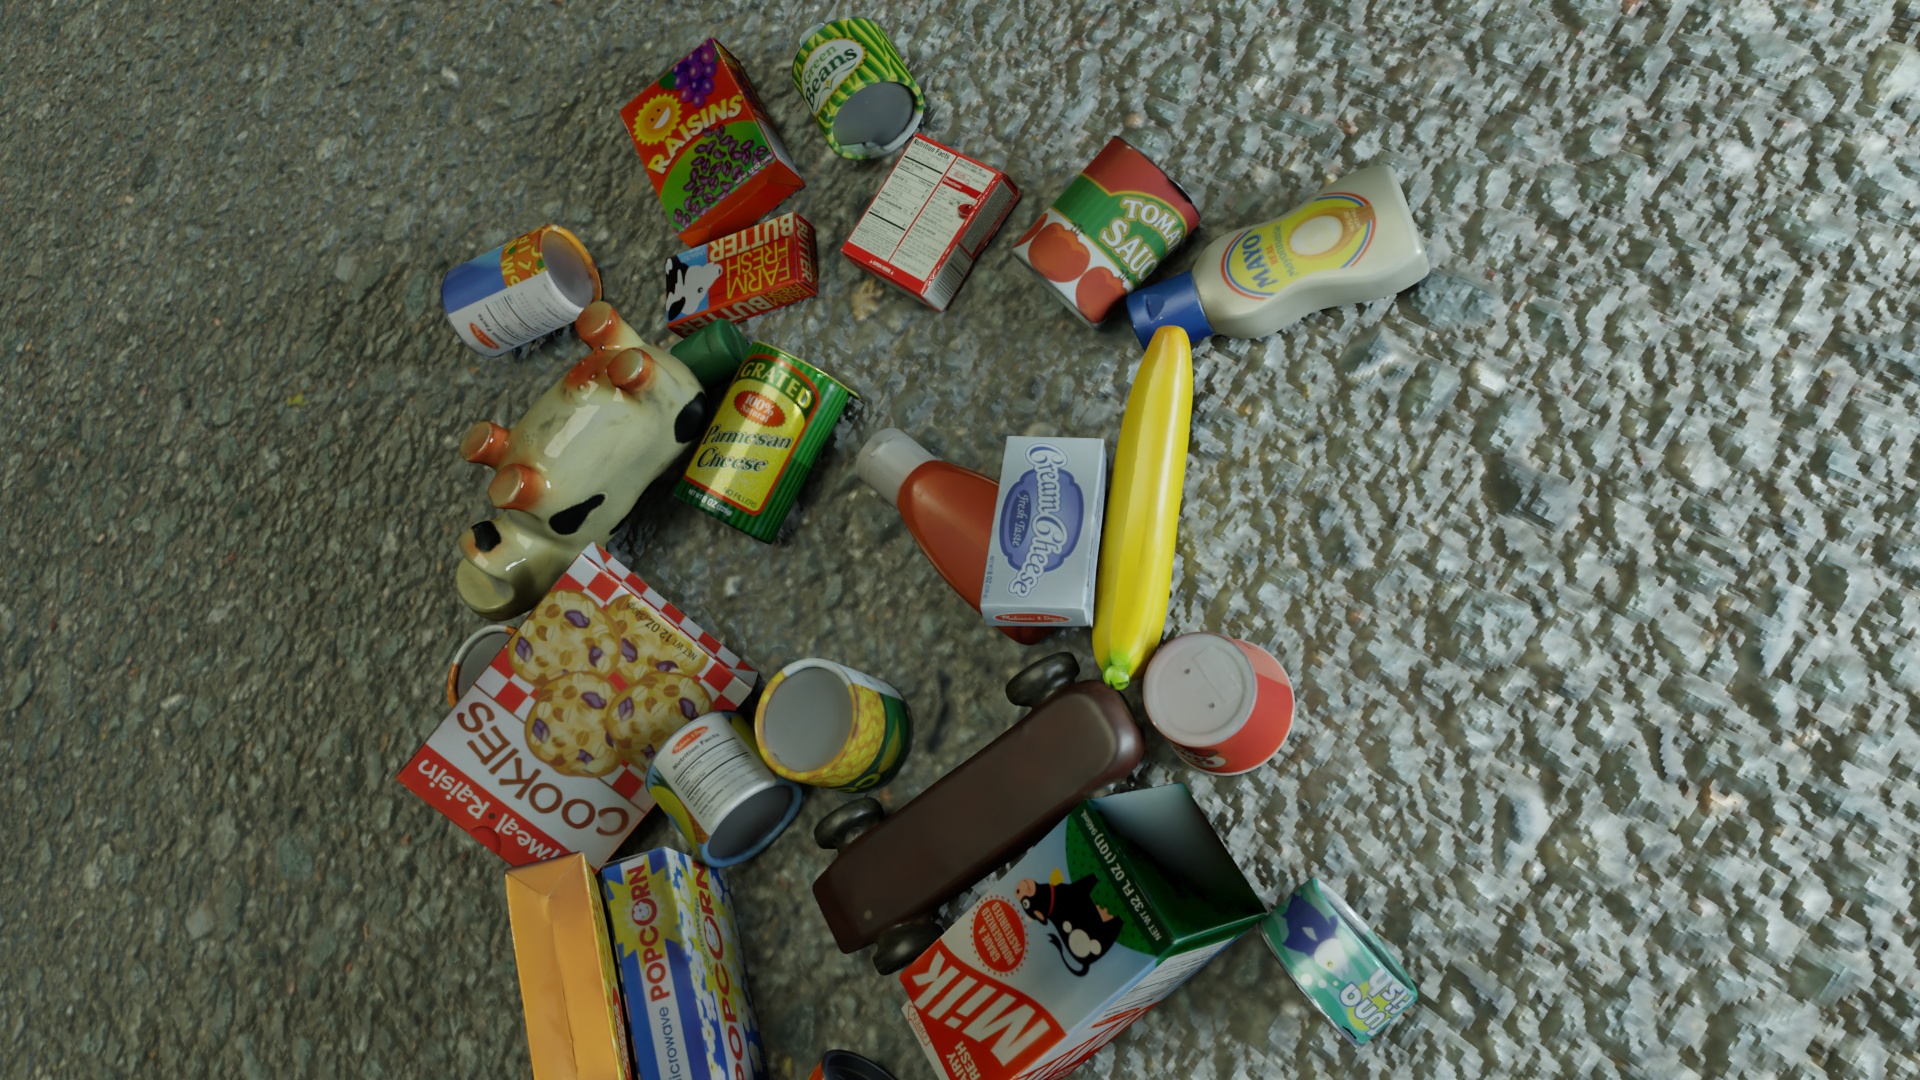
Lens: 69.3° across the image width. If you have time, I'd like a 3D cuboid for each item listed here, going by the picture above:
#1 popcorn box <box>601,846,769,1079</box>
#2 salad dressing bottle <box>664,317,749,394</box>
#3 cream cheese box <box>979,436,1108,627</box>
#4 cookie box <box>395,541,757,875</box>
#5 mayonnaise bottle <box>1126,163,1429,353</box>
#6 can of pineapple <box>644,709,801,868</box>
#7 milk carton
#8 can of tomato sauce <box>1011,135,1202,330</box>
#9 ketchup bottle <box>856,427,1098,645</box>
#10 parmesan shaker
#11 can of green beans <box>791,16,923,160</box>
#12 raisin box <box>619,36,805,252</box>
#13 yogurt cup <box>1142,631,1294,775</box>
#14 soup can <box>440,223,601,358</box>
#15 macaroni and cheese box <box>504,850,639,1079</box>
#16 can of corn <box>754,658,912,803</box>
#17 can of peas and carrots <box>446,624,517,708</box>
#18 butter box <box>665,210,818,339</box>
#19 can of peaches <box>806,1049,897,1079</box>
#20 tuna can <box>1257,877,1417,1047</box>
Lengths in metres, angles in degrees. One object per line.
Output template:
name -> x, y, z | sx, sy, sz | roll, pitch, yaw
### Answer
popcorn box -> -0.142, 0.230, 0.723 | 0.038, 0.085, 0.127 | -21, 65, 6
salad dressing bottle -> -0.202, -0.092, 0.883 | 0.147, 0.044, 0.064 | -27, 66, 16
cream cheese box -> 0.044, -0.005, 0.700 | 0.053, 0.024, 0.104 | 1, 57, 13
cookie box -> -0.217, 0.105, 0.791 | 0.123, 0.040, 0.167 | 40, 94, -9
mayonnaise bottle -> 0.161, -0.138, 0.720 | 0.148, 0.041, 0.065 | -20, 68, 19
can of pineapple -> -0.129, 0.137, 0.762 | 0.071, 0.071, 0.058 | -50, 60, 5
milk carton -> 0.040, 0.197, 0.635 | 0.189, 0.073, 0.072 | -51, 57, 29
can of tomato sauce -> 0.080, -0.165, 0.754 | 0.083, 0.071, 0.071 | -47, 60, 7
ketchup bottle -> 0.003, -0.009, 0.755 | 0.065, 0.043, 0.149 | -48, 59, -4
parmesan shaker -> -0.114, -0.056, 0.816 | 0.071, 0.071, 0.103 | 25, 86, 30
can of green beans -> -0.064, -0.280, 0.863 | 0.071, 0.071, 0.058 | -34, 63, 13
raisin box -> -0.166, -0.262, 0.923 | 0.086, 0.040, 0.124 | -34, 63, 14
yogurt cup -> 0.121, 0.075, 0.664 | 0.072, 0.054, 0.072 | -8, 71, 23
soup can -> -0.297, -0.171, 0.944 | 0.083, 0.071, 0.071 | -19, 66, 19
macaroni and cheese box -> -0.190, 0.240, 0.705 | 0.040, 0.165, 0.124 | -11, 66, -13
can of corn -> -0.069, 0.103, 0.746 | 0.071, 0.058, 0.071 | -8, 70, 24
can of peas and carrots -> -0.267, 0.090, 0.848 | 0.071, 0.058, 0.071 | -8, 71, 25
butter box -> -0.141, -0.169, 0.889 | 0.103, 0.024, 0.053 | -14, 68, 22
can of peaches -> -0.058, 0.292, 0.672 | 0.071, 0.071, 0.058 | 38, 94, 30
tuna can -> 0.164, 0.182, 0.599 | 0.033, 0.071, 0.071 | -44, 60, 8
